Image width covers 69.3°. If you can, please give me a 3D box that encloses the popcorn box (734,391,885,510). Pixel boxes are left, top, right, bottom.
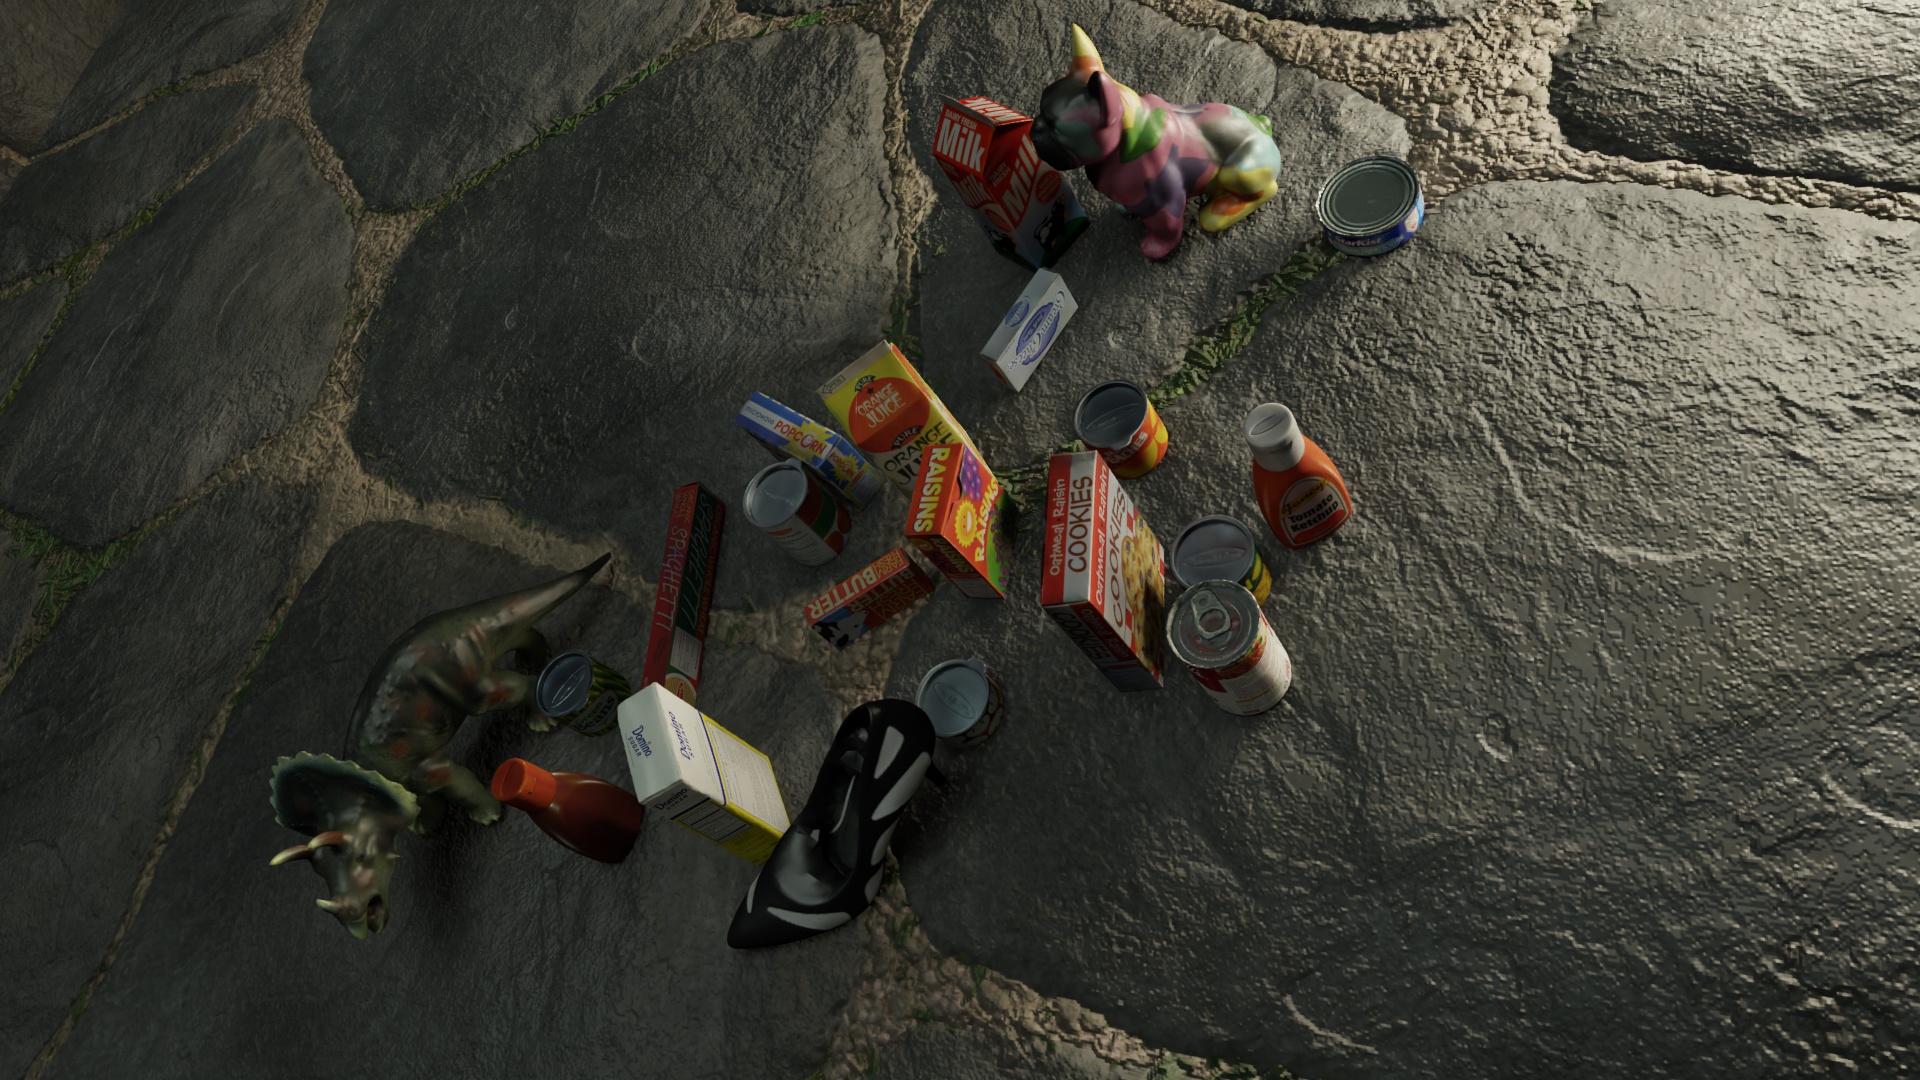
[{"bbox_3d":[-0.141,-0.084,1.290,0.127,0.085,0.038,29,79,36],"label":"popcorn box"}]

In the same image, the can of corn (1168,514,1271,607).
[{"bbox_3d":[0.200,0.025,1.067,0.071,0.058,0.071,-13,58,21],"label":"can of corn"}]

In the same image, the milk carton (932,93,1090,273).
[{"bbox_3d":[0.041,-0.334,1.271,0.073,0.190,0.072,-49,53,-5],"label":"milk carton"}]

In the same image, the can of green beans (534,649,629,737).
[{"bbox_3d":[-0.350,0.142,1.287,0.071,0.057,0.071,-13,58,21],"label":"can of green beans"}]

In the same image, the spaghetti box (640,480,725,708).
[{"bbox_3d":[-0.258,0.064,1.288,0.028,0.050,0.251,-10,59,23],"label":"spaghetti box"}]

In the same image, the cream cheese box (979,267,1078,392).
[{"bbox_3d":[0.063,-0.192,1.265,0.024,0.053,0.104,27,78,36],"label":"cream cheese box"}]

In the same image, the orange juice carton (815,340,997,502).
[{"bbox_3d":[-0.048,-0.097,1.181,0.072,0.192,0.073,-36,53,6],"label":"orange juice carton"}]

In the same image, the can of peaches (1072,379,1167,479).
[{"bbox_3d":[0.135,-0.091,1.167,0.071,0.058,0.071,-13,58,21],"label":"can of peaches"}]

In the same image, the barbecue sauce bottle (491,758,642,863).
[{"bbox_3d":[-0.332,0.224,1.173,0.043,0.148,0.065,4,65,30],"label":"barbecue sauce bottle"}]

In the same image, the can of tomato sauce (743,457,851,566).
[{"bbox_3d":[-0.146,-0.025,1.260,0.071,0.083,0.071,-13,58,21],"label":"can of tomato sauce"}]

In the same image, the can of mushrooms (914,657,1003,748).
[{"bbox_3d":[0.001,0.131,1.126,0.071,0.033,0.071,-13,58,21],"label":"can of mushrooms"}]

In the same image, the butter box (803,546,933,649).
[{"bbox_3d":[-0.079,0.050,1.201,0.103,0.053,0.024,-33,53,8],"label":"butter box"}]

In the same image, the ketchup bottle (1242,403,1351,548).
[{"bbox_3d":[0.245,-0.049,1.029,0.064,0.148,0.044,-31,53,9],"label":"ketchup bottle"}]

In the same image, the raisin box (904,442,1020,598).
[{"bbox_3d":[0.004,-0.014,1.150,0.040,0.123,0.086,0,63,28],"label":"raisin box"}]

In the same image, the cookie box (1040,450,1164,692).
[{"bbox_3d":[0.109,0.026,1.044,0.040,0.167,0.123,-8,60,24],"label":"cookie box"}]
